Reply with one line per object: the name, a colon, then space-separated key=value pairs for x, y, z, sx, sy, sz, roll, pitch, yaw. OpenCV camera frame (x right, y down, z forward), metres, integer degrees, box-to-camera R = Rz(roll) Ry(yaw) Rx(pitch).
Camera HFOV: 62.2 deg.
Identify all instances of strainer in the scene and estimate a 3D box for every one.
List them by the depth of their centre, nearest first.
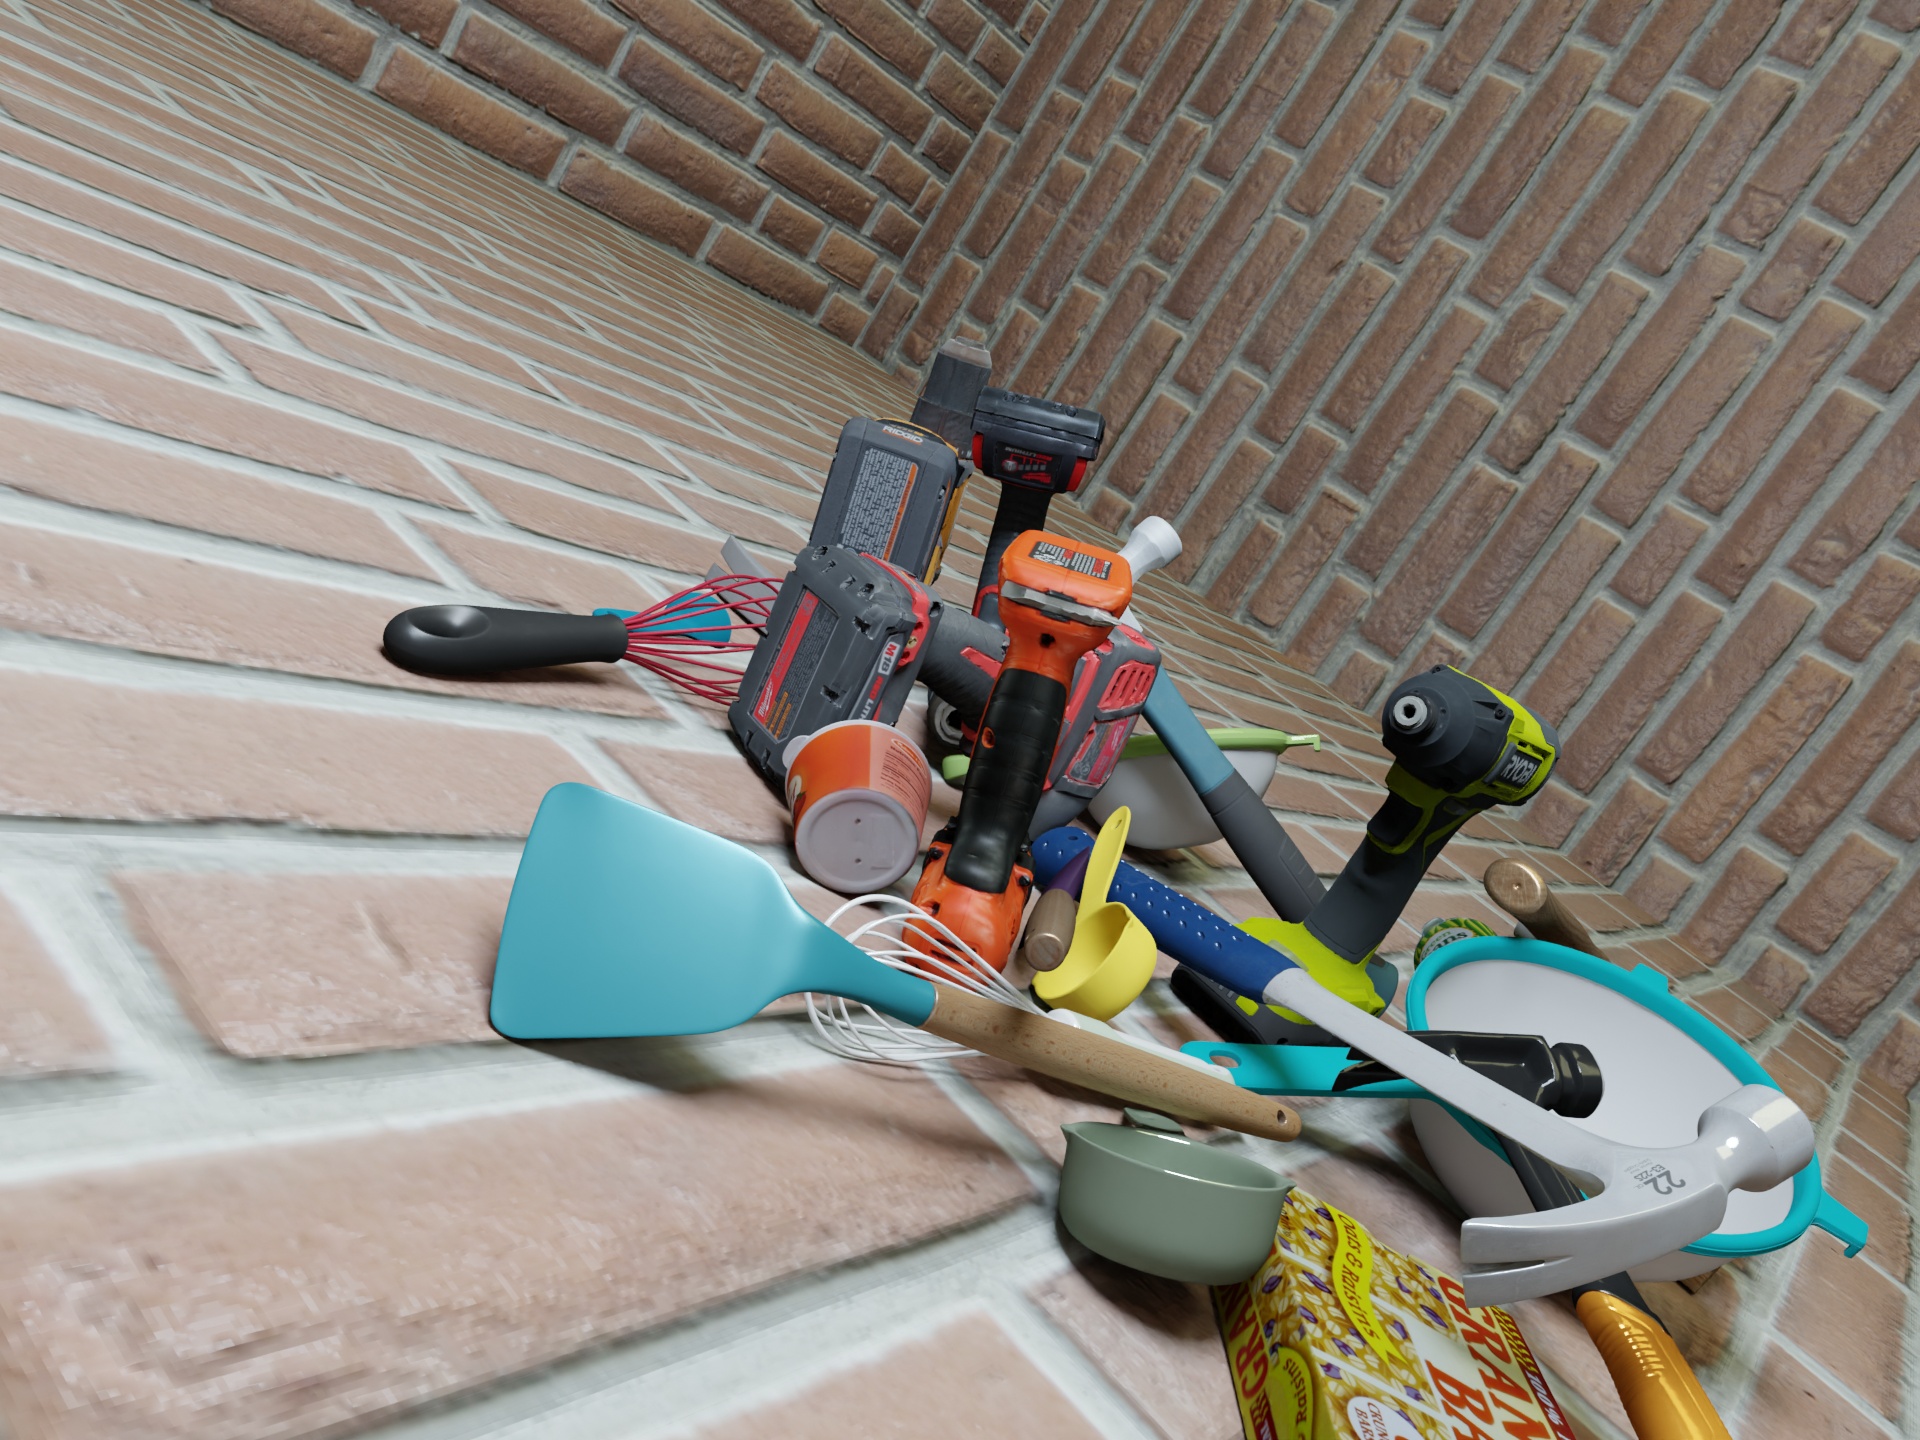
strainer: x=0.253 y=0.206 z=0.795 sx=0.340 sy=0.095 sz=0.211 roll=6 pitch=32 yaw=-17
strainer: x=0.100 y=0.049 z=1.014 sx=0.256 sy=0.069 sz=0.151 roll=-1 pitch=-9 yaw=-35

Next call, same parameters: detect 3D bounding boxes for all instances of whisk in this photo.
whisk: x=0.033 y=0.124 z=0.634 sx=0.246 sy=0.059 sz=0.058 roll=26 pitch=-14 yaw=-39
whisk: x=-0.156 y=-0.039 z=0.770 sx=0.073 sy=0.073 sz=0.295 roll=39 pitch=20 yaw=23

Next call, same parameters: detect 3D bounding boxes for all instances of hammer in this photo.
hammer: x=0.256 y=0.248 z=0.605 sx=0.127 sy=0.034 sz=0.337 roll=6 pitch=33 yaw=-15
hammer: x=0.147 y=0.124 z=0.708 sx=0.144 sy=0.035 sz=0.406 roll=-18 pitch=22 yaw=-25
hammer: x=0.163 y=0.047 z=0.959 sx=0.331 sy=0.128 sz=0.033 roll=53 pitch=-11 yaw=-9
hammer: x=0.379 y=0.137 z=0.992 sx=0.130 sy=0.031 sz=0.331 roll=40 pitch=6 yaw=33
hammer: x=-0.059 y=-0.071 z=1.148 sx=0.146 sy=0.035 sz=0.334 roll=37 pitch=14 yaw=14

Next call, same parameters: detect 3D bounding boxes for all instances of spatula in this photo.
spatula: x=0.001 y=0.104 z=0.546 sx=0.317 sy=0.044 sz=0.082 roll=25 pitch=57 yaw=-31
spatula: x=0.038 y=0.080 z=0.655 sx=0.018 sy=0.060 sz=0.316 roll=35 pitch=0 yaw=5

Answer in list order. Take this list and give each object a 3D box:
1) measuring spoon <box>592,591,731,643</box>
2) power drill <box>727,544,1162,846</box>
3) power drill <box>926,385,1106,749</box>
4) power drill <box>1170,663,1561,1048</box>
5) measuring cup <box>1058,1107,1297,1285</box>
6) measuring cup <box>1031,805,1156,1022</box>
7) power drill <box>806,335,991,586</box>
measuring spoon: x=-0.165 y=-0.062 z=0.891 sx=0.042 sy=0.021 sz=0.128 roll=36 pitch=12 yaw=15
power drill: x=-0.001 y=-0.003 z=0.833 sx=0.219 sy=0.143 sz=0.079 roll=13 pitch=19 yaw=-40
power drill: x=0.027 y=-0.091 z=1.008 sx=0.080 sy=0.226 sz=0.188 roll=14 pitch=10 yaw=4
power drill: x=0.216 y=0.075 z=0.842 sx=0.080 sy=0.223 sz=0.171 roll=41 pitch=15 yaw=32
measuring cup: x=0.072 y=0.171 z=0.589 sx=0.083 sy=0.038 sz=0.167 roll=13 pitch=-6 yaw=3
measuring cup: x=0.074 y=0.090 z=0.763 sx=0.029 sy=0.062 sz=0.157 roll=46 pitch=28 yaw=-12
power drill: x=-0.031 y=-0.171 z=1.093 sx=0.084 sy=0.185 sz=0.226 roll=20 pitch=15 yaw=4
